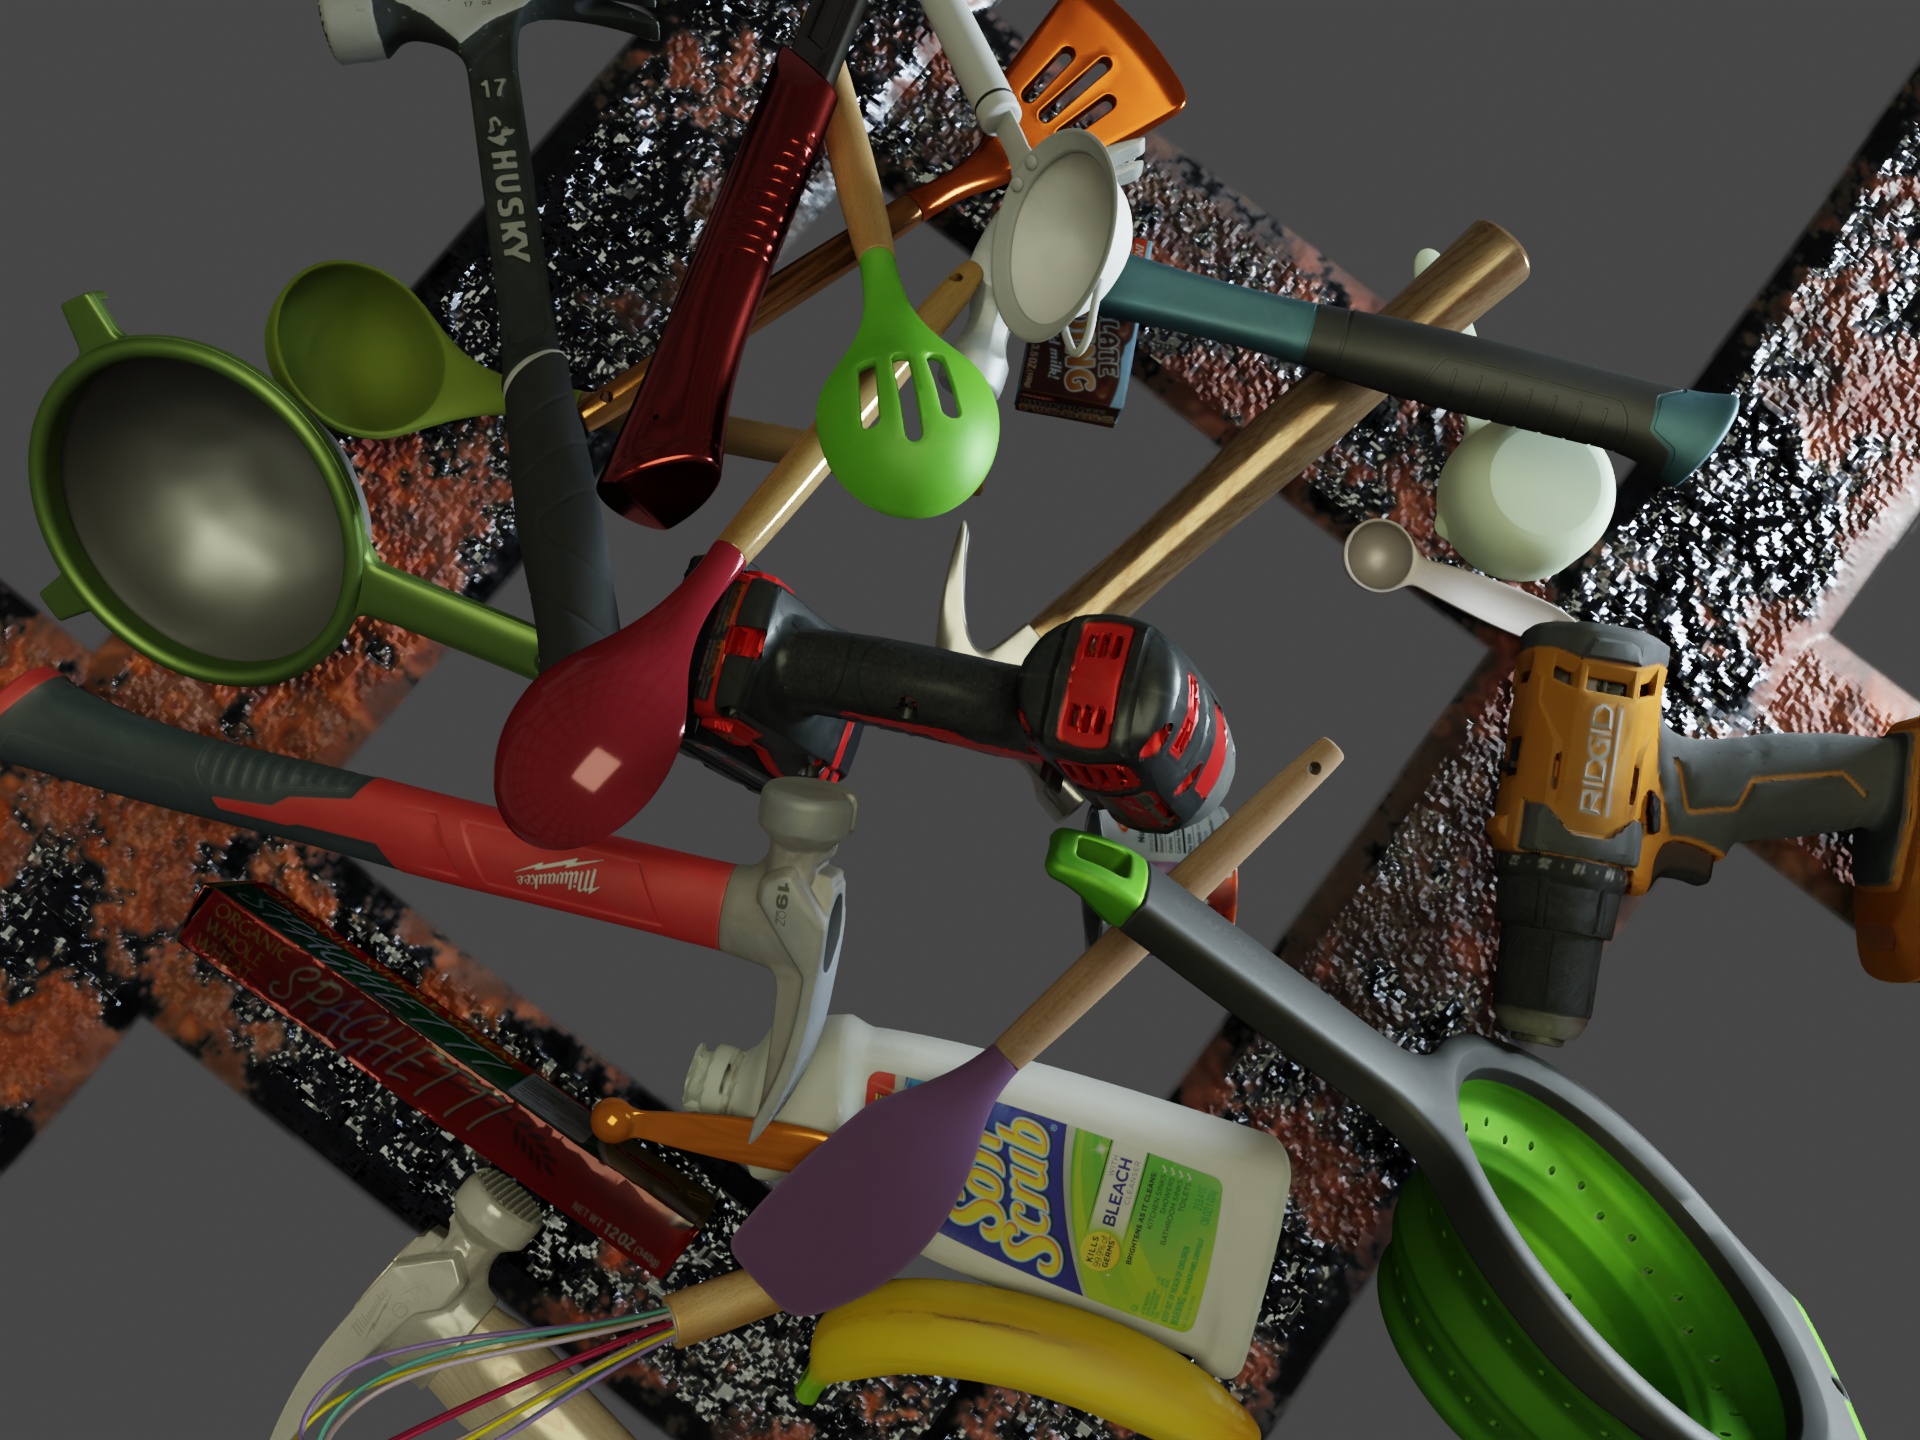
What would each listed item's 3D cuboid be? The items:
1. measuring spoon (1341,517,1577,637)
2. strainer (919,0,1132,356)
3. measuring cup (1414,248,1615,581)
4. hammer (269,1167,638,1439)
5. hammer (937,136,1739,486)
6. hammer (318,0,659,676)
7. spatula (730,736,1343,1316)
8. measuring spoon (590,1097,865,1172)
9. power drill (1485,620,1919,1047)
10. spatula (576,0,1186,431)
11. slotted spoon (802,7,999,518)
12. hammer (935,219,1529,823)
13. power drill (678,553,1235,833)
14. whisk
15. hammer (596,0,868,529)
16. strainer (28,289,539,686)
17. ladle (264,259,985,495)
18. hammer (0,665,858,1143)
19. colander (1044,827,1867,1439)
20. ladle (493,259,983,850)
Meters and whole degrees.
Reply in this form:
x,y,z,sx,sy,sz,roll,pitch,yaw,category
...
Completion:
x,y,z,sx,sy,sz,roll,pitch,yaw,category
0.233,-0.059,0.740,0.124,0.018,0.034,21,86,-7,measuring spoon
0.022,-0.257,0.685,0.050,0.087,0.259,-4,62,-37,strainer
0.248,-0.148,0.736,0.083,0.038,0.167,-18,85,-5,measuring cup
-0.095,0.375,0.657,0.410,0.038,0.146,41,84,3,hammer
0.165,-0.163,0.691,0.331,0.033,0.128,16,82,6,hammer
-0.175,-0.160,0.665,0.149,0.036,0.409,-11,68,-8,hammer
0.039,0.119,0.640,0.316,0.018,0.060,-43,92,-4,spatula
-0.096,0.172,0.647,0.117,0.011,0.021,7,101,8,measuring spoon
0.345,0.064,0.696,0.226,0.084,0.185,10,84,3,power drill
-0.039,-0.225,0.719,0.322,0.041,0.081,-38,86,-17,spatula
-0.042,-0.211,0.672,0.070,0.031,0.314,-9,56,-5,slotted spoon
0.124,-0.110,0.720,0.331,0.031,0.130,-42,85,-3,hammer
-0.001,-0.002,0.634,0.220,0.143,0.078,8,76,25,power drill
-0.134,0.249,0.629,0.245,0.047,0.051,-11,83,-27,whisk
-0.083,-0.243,0.667,0.149,0.036,0.359,6,67,28,hammer
-0.260,-0.075,0.678,0.256,0.069,0.151,22,118,0,strainer
-0.145,-0.140,0.711,0.320,0.062,0.078,10,76,-4,ladle
-0.236,0.058,0.656,0.386,0.038,0.143,12,101,11,hammer
0.172,0.186,0.628,0.397,0.205,0.094,36,114,-7,colander
-0.073,-0.081,0.614,0.069,0.031,0.315,23,60,21,ladle
